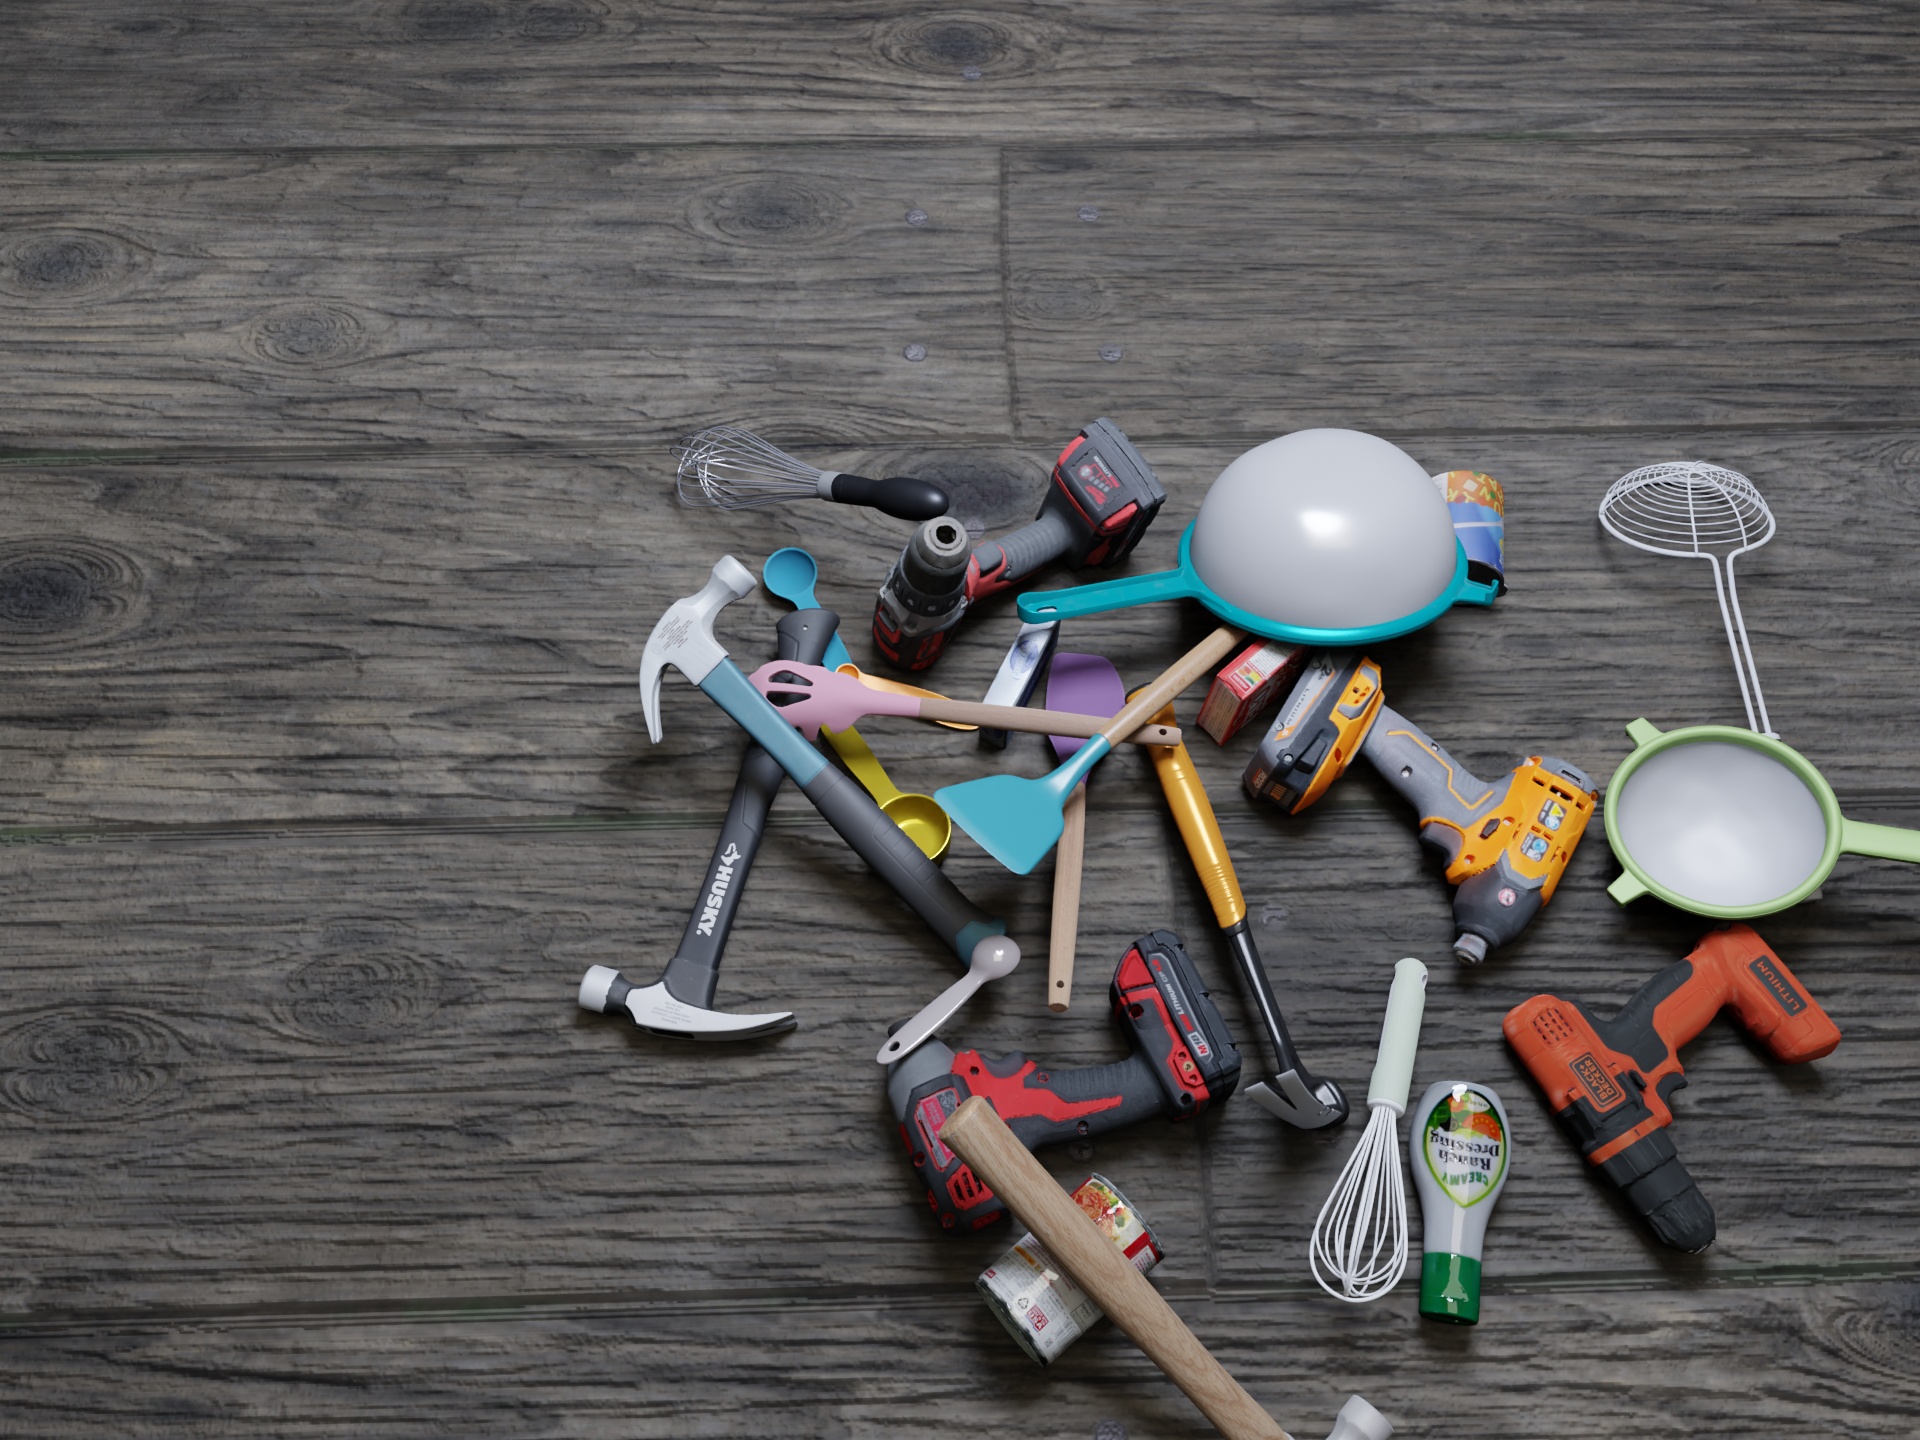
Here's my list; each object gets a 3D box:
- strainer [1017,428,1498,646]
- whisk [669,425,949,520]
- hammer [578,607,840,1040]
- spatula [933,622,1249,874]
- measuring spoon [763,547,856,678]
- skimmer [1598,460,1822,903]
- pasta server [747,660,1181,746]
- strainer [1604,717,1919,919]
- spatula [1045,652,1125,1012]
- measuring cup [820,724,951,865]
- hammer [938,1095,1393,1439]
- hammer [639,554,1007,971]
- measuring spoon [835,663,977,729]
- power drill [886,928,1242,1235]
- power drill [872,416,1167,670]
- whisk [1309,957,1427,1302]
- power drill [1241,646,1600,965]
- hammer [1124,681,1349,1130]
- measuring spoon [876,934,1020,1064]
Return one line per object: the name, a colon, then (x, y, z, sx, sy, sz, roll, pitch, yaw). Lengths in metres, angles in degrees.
strainer: (0.204, -0.139, 1.146, 0.340, 0.095, 0.211, -11, 40, -10)
whisk: (-0.118, -0.178, 1.196, 0.285, 0.070, 0.070, 16, 61, 38)
hammer: (-0.147, 0.067, 1.140, 0.146, 0.035, 0.335, 14, 67, 6)
spatula: (0.118, -0.005, 1.096, 0.317, 0.044, 0.082, -39, 67, -24)
measuring spoon: (-0.112, -0.075, 1.231, 0.042, 0.021, 0.129, -26, 76, -7)
skimmer: (0.584, -0.037, 1.211, 0.127, 0.090, 0.363, -7, 74, 0)
pasta server: (-0.002, -0.004, 1.132, 0.316, 0.040, 0.060, 6, 73, 0)
strainer: (0.582, 0.089, 1.106, 0.256, 0.069, 0.152, 8, 61, 20)
spatula: (0.081, 0.066, 1.121, 0.060, 0.018, 0.316, 6, 49, 3)
measuring cup: (-0.061, 0.050, 1.166, 0.062, 0.029, 0.157, -31, 59, -13)
hammer: (0.107, 0.357, 0.950, 0.130, 0.031, 0.331, -43, 92, -16)
hammer: (-0.089, 0.047, 1.096, 0.128, 0.033, 0.331, -44, 91, 0)
measuring spoon: (-0.040, -0.016, 1.201, 0.117, 0.011, 0.021, 20, 72, 1)
power drill: (0.061, 0.230, 1.050, 0.219, 0.078, 0.143, -23, 66, -9)
power drill: (0.038, -0.133, 1.166, 0.226, 0.187, 0.080, -32, 79, -19)
whisk: (0.276, 0.261, 1.040, 0.059, 0.057, 0.246, 3, 50, 26)
power drill: (0.321, 0.061, 1.132, 0.226, 0.084, 0.164, 31, 68, 9)
hammer: (0.177, 0.114, 1.095, 0.034, 0.127, 0.337, -28, 58, 17)
measuring spoon: (-0.010, 0.181, 1.047, 0.124, 0.018, 0.034, -39, 37, -23)
